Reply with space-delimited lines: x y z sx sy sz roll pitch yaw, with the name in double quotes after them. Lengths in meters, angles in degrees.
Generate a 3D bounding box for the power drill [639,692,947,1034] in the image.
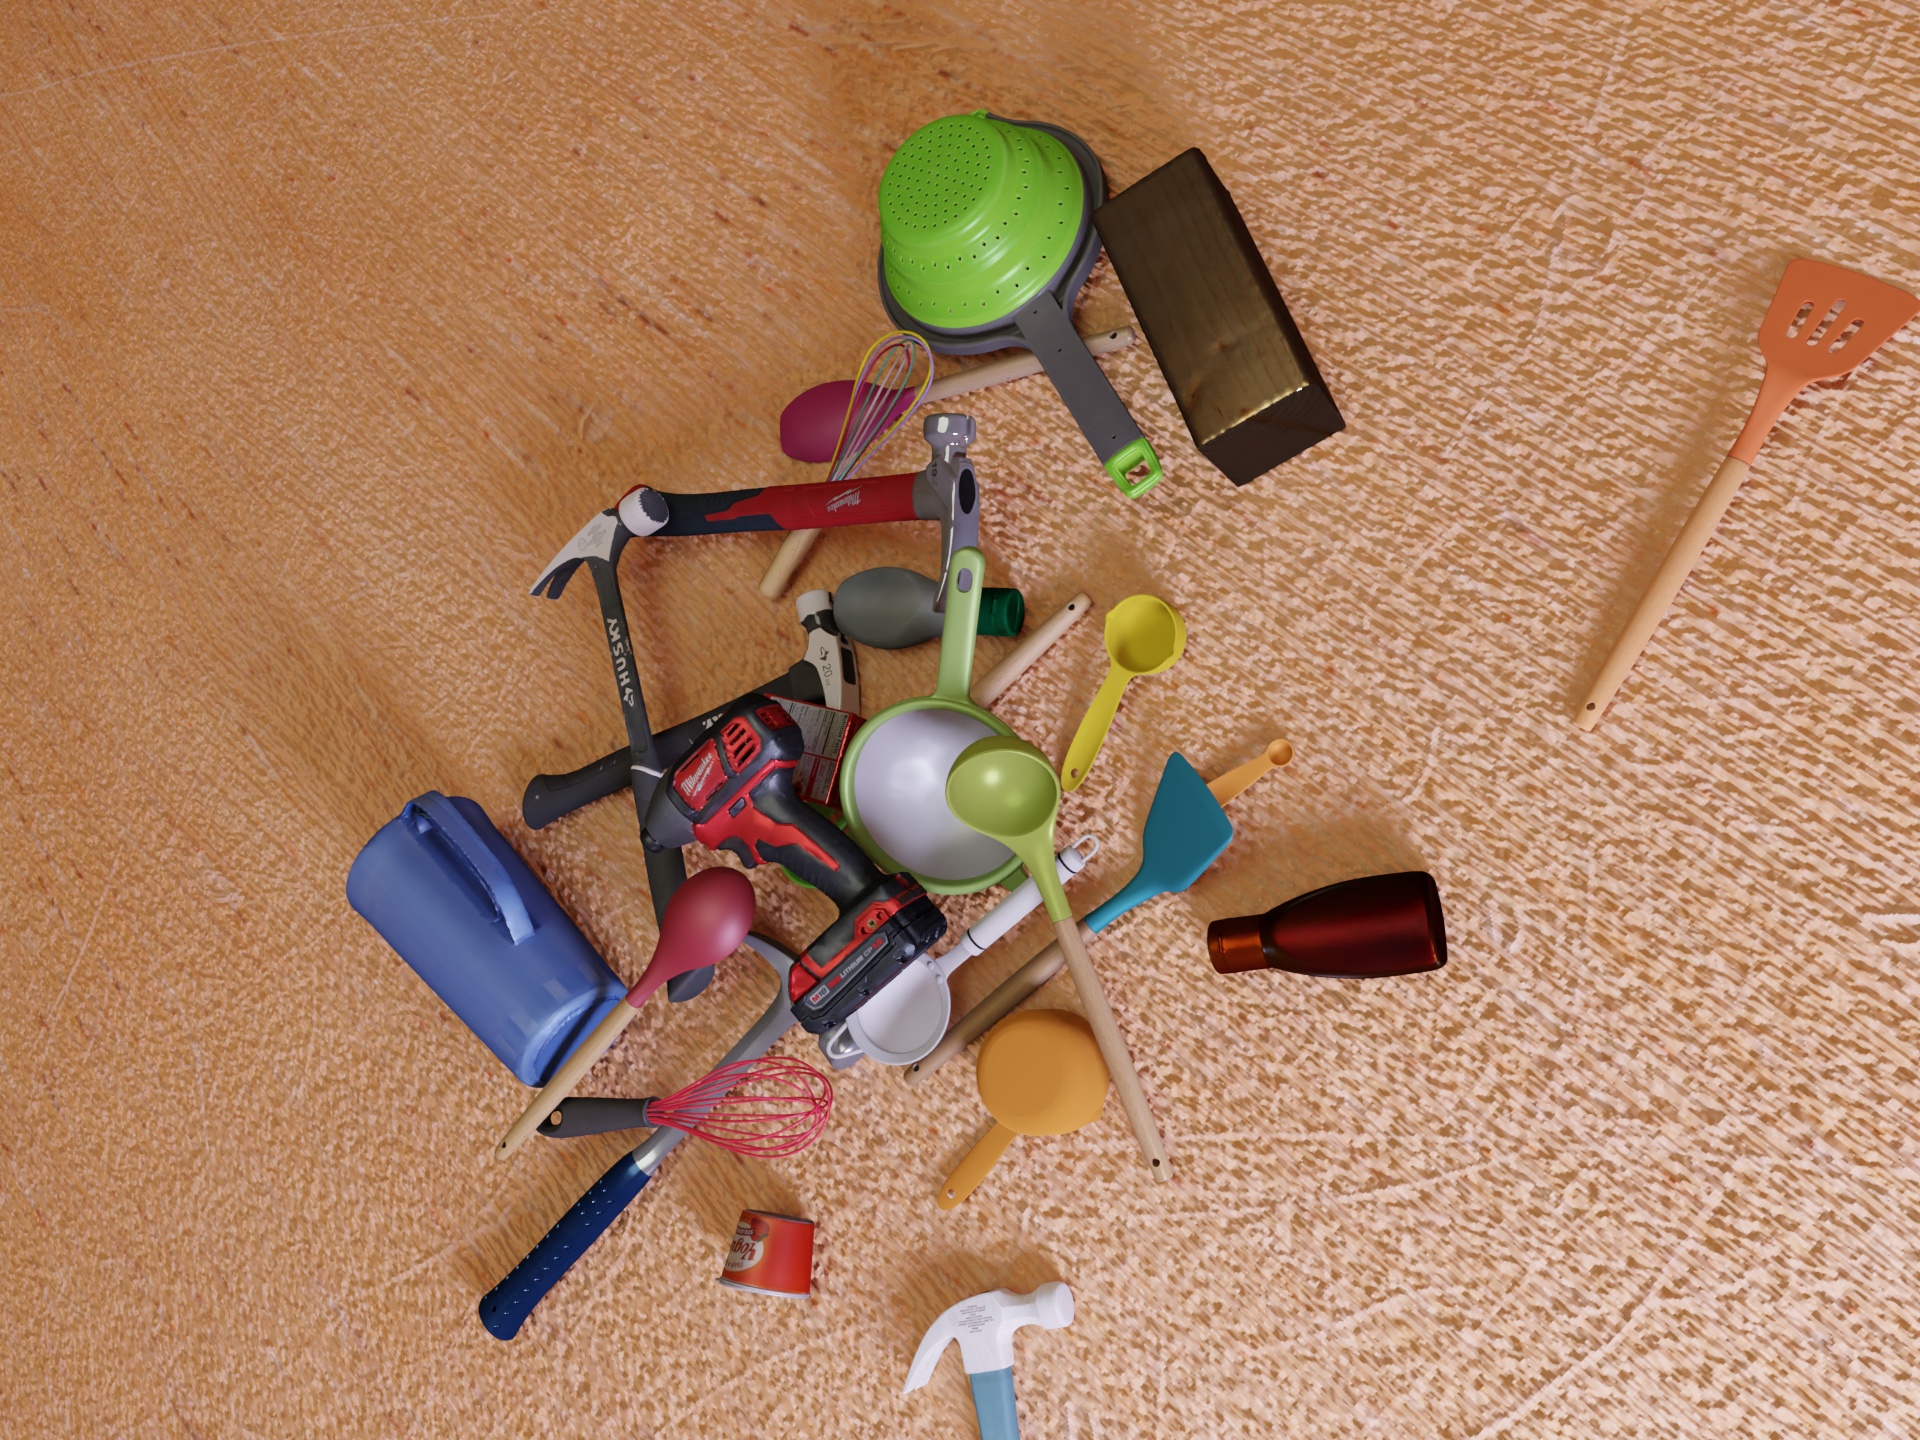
-0.126 0.104 1.124 0.143 0.078 0.220 -43 81 16 "power drill"

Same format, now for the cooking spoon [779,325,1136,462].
-0.011 -0.265 1.260 0.319 0.017 0.069 -10 77 26 "cooking spoon"

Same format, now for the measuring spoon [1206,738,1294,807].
0.183 0.049 1.101 0.117 0.011 0.021 -36 65 21 "measuring spoon"

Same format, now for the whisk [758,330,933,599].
-0.098 -0.203 1.268 0.245 0.047 0.051 -57 48 17 "whisk"

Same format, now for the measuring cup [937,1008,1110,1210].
0.029 0.277 1.108 0.095 0.052 0.173 42 98 28 "measuring cup"

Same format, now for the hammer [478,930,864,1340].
-0.246 0.336 1.251 0.405 0.035 0.144 -47 63 12 "hammer"

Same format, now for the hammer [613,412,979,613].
-0.143 -0.152 1.254 0.386 0.038 0.143 2 90 40 "hammer"

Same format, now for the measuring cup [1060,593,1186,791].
0.114 -0.017 1.146 0.062 0.029 0.156 34 108 29 "measuring cup"

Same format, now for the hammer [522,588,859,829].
-0.227 0.022 1.306 0.335 0.035 0.146 -23 69 22 "hammer"

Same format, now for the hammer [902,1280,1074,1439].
0.040 0.553 1.058 0.128 0.033 0.331 -16 73 23 "hammer"

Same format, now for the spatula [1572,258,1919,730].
0.468 -0.135 0.982 0.081 0.041 0.322 33 100 29 "spatula"

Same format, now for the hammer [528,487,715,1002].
-0.260 0.024 1.278 0.149 0.036 0.409 -25 70 31 "hammer"

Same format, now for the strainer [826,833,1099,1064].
0.005 0.164 1.139 0.258 0.050 0.087 -42 65 19 "strainer"

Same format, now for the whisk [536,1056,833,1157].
-0.216 0.294 1.193 0.296 0.073 0.073 -11 75 32 "whisk"

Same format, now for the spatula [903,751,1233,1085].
0.066 0.156 1.119 0.317 0.044 0.082 -43 50 15 "spatula"

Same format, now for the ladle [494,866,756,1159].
-0.265 0.230 1.213 0.315 0.031 0.069 -49 64 16 "ladle"

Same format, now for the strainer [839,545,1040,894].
-0.002 -0.004 1.137 0.151 0.069 0.256 10 109 11 "strainer"

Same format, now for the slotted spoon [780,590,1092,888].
-0.017 0.014 1.203 0.313 0.031 0.070 -43 72 11 "slotted spoon"

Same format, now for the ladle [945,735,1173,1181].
0.075 0.160 1.066 0.078 0.062 0.320 -23 86 20 "ladle"

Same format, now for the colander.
0.037 -0.329 1.186 0.204 0.094 0.397 -35 61 15 "colander"
